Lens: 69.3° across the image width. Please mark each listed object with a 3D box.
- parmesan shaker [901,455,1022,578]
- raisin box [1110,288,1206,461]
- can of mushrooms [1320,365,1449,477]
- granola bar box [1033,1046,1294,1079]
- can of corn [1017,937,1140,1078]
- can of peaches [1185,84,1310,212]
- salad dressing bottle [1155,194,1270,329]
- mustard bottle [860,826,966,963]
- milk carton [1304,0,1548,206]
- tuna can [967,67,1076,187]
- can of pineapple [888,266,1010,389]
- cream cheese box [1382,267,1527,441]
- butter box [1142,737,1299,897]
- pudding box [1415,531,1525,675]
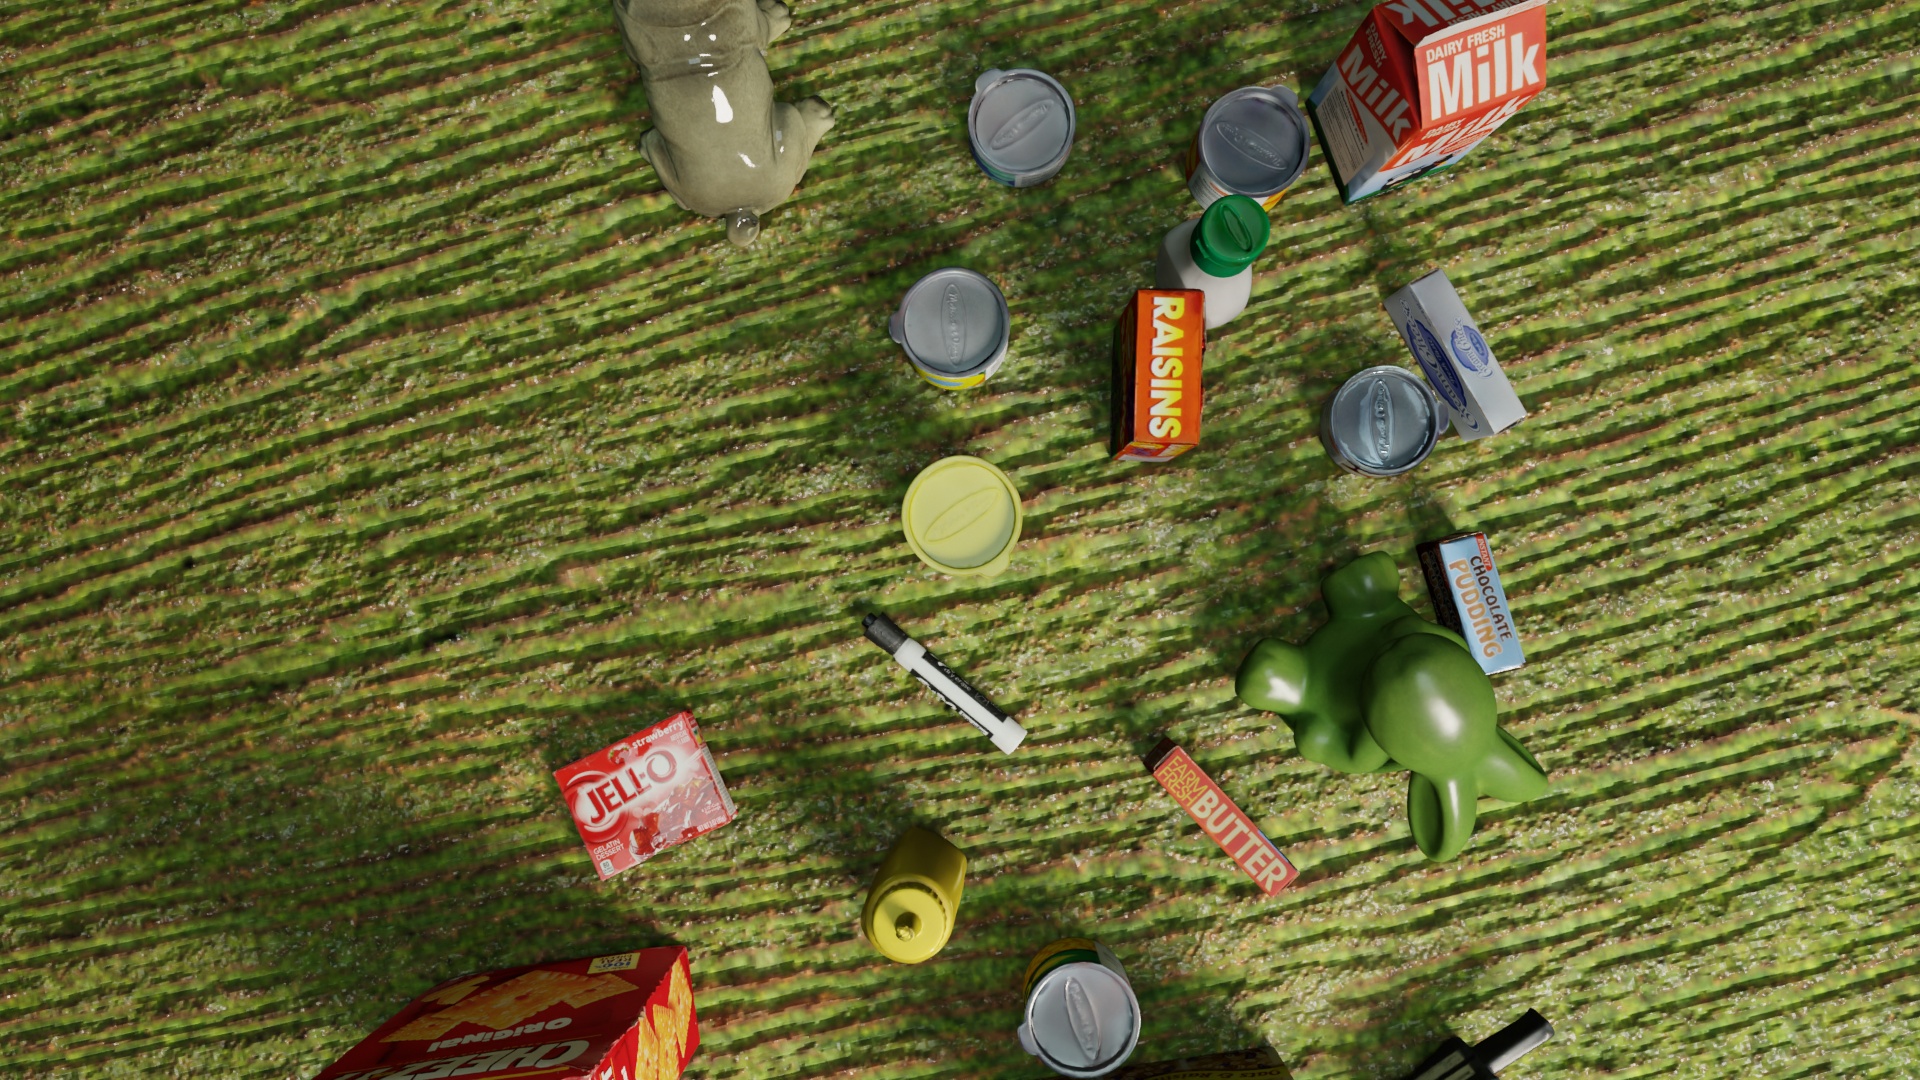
[{"bbox_3d":[0.003,-0.010,0.810,0.071,0.103,0.071,0,88,1],"label":"parmesan shaker"},{"bbox_3d":[0.112,-0.092,0.801,0.040,0.123,0.086,2,88,1],"label":"raisin box"},{"bbox_3d":[0.256,-0.071,0.844,0.071,0.033,0.071,0,88,1],"label":"can of mushrooms"},{"bbox_3d":[0.111,0.336,0.785,0.166,0.124,0.039,-8,88,0],"label":"granola bar box"},{"bbox_3d":[0.068,0.275,0.821,0.071,0.058,0.071,0,88,1],"label":"can of corn"},{"bbox_3d":[0.173,-0.234,0.839,0.071,0.058,0.071,0,88,1],"label":"can of peaches"},{"bbox_3d":[0.144,-0.159,0.791,0.044,0.147,0.064,-28,88,0],"label":"salad dressing bottle"},{"bbox_3d":[-0.027,0.203,0.774,0.049,0.160,0.065,28,89,1],"label":"mustard bottle"},{"bbox_3d":[0.259,-0.255,0.772,0.072,0.190,0.073,-20,88,0],"label":"milk carton"},{"bbox_3d":[0.036,-0.255,0.853,0.071,0.033,0.071,0,88,1],"label":"tuna can"},{"bbox_3d":[-0.005,-0.127,0.837,0.071,0.058,0.071,0,88,1],"label":"can of pineapple"},{"bbox_3d":[0.296,-0.110,0.835,0.024,0.053,0.104,-30,88,0],"label":"cream cheese box"},{"bbox_3d":[0.153,0.163,0.827,0.024,0.053,0.103,-44,88,0],"label":"butter box"},{"bbox_3d":[0.305,0.038,0.831,0.030,0.049,0.083,-16,88,0],"label":"pudding box"}]
